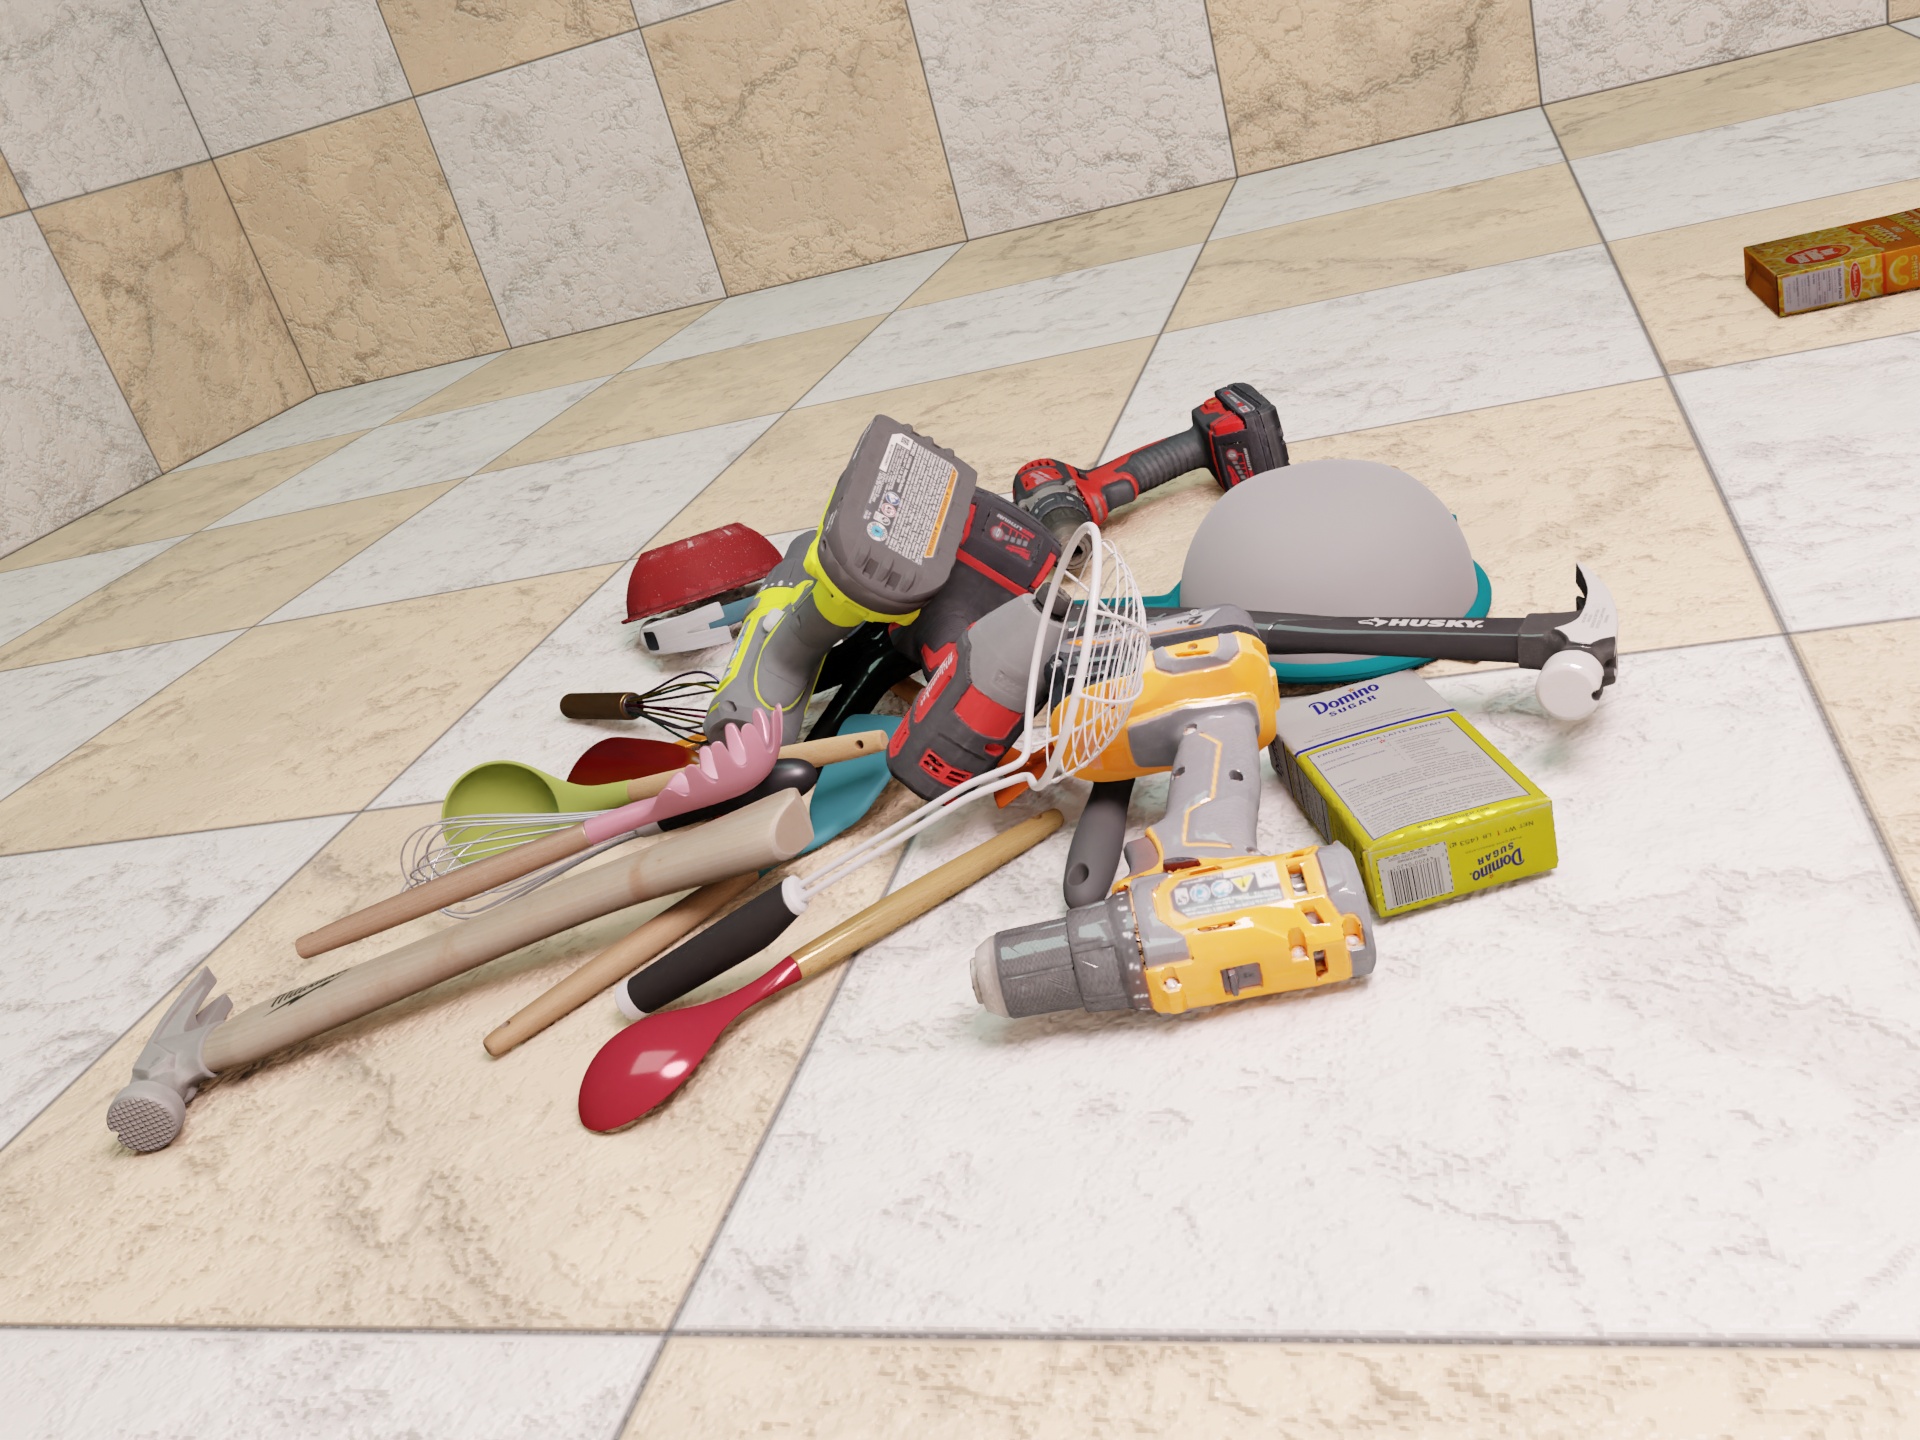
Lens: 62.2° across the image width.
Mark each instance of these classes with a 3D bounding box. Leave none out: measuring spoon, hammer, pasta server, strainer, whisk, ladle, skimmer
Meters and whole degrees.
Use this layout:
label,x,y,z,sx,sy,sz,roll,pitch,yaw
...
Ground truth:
label,x,y,z,sx,sy,sz,roll,pitch,yaw
measuring spoon,-0.206,0.023,1.167,0.117,0.011,0.021,-21,20,-18
hammer,-0.281,0.124,0.925,0.410,0.038,0.146,-22,23,2
pasta server,-0.243,0.068,0.921,0.316,0.040,0.060,-22,10,3
strainer,0.175,-0.111,1.056,0.340,0.095,0.211,-3,31,11
whisk,-0.235,-0.007,1.204,0.047,0.051,0.245,16,-10,-41
ladle,-0.066,0.121,0.853,0.315,0.031,0.069,-28,23,-27
skimmer,-0.054,0.039,0.793,0.363,0.090,0.127,-33,27,18
hammer,0.206,-0.052,0.927,0.335,0.035,0.146,4,27,29
ladle,-0.193,0.042,1.009,0.320,0.078,0.062,-12,1,24
hammer,-0.109,-0.121,1.358,0.331,0.033,0.128,-21,10,-14
whisk,0.093,0.033,0.919,0.055,0.055,0.239,-7,31,21
whisk,-0.220,0.068,0.978,0.284,0.070,0.070,-15,24,13

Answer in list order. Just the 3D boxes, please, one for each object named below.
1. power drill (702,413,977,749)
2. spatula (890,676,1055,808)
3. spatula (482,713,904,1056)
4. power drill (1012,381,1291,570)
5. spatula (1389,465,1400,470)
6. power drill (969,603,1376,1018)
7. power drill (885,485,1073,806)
label,x,y,z,sx,sy,sz,roll,pitch,yaw
power drill,-0.082,-0.093,1.038,0.228,0.080,0.191,-42,25,49
spatula,-0.002,-0.003,1.052,0.081,0.041,0.323,-39,28,-10
spatula,-0.149,0.093,0.941,0.317,0.044,0.082,-35,26,-32
power drill,0.155,-0.194,1.316,0.226,0.080,0.188,-18,24,3
spatula,0.272,-0.116,1.144,0.060,0.018,0.316,2,32,30
power drill,0.091,0.051,0.798,0.185,0.084,0.226,-13,42,7
power drill,0.013,-0.055,0.966,0.143,0.078,0.220,-54,18,22
